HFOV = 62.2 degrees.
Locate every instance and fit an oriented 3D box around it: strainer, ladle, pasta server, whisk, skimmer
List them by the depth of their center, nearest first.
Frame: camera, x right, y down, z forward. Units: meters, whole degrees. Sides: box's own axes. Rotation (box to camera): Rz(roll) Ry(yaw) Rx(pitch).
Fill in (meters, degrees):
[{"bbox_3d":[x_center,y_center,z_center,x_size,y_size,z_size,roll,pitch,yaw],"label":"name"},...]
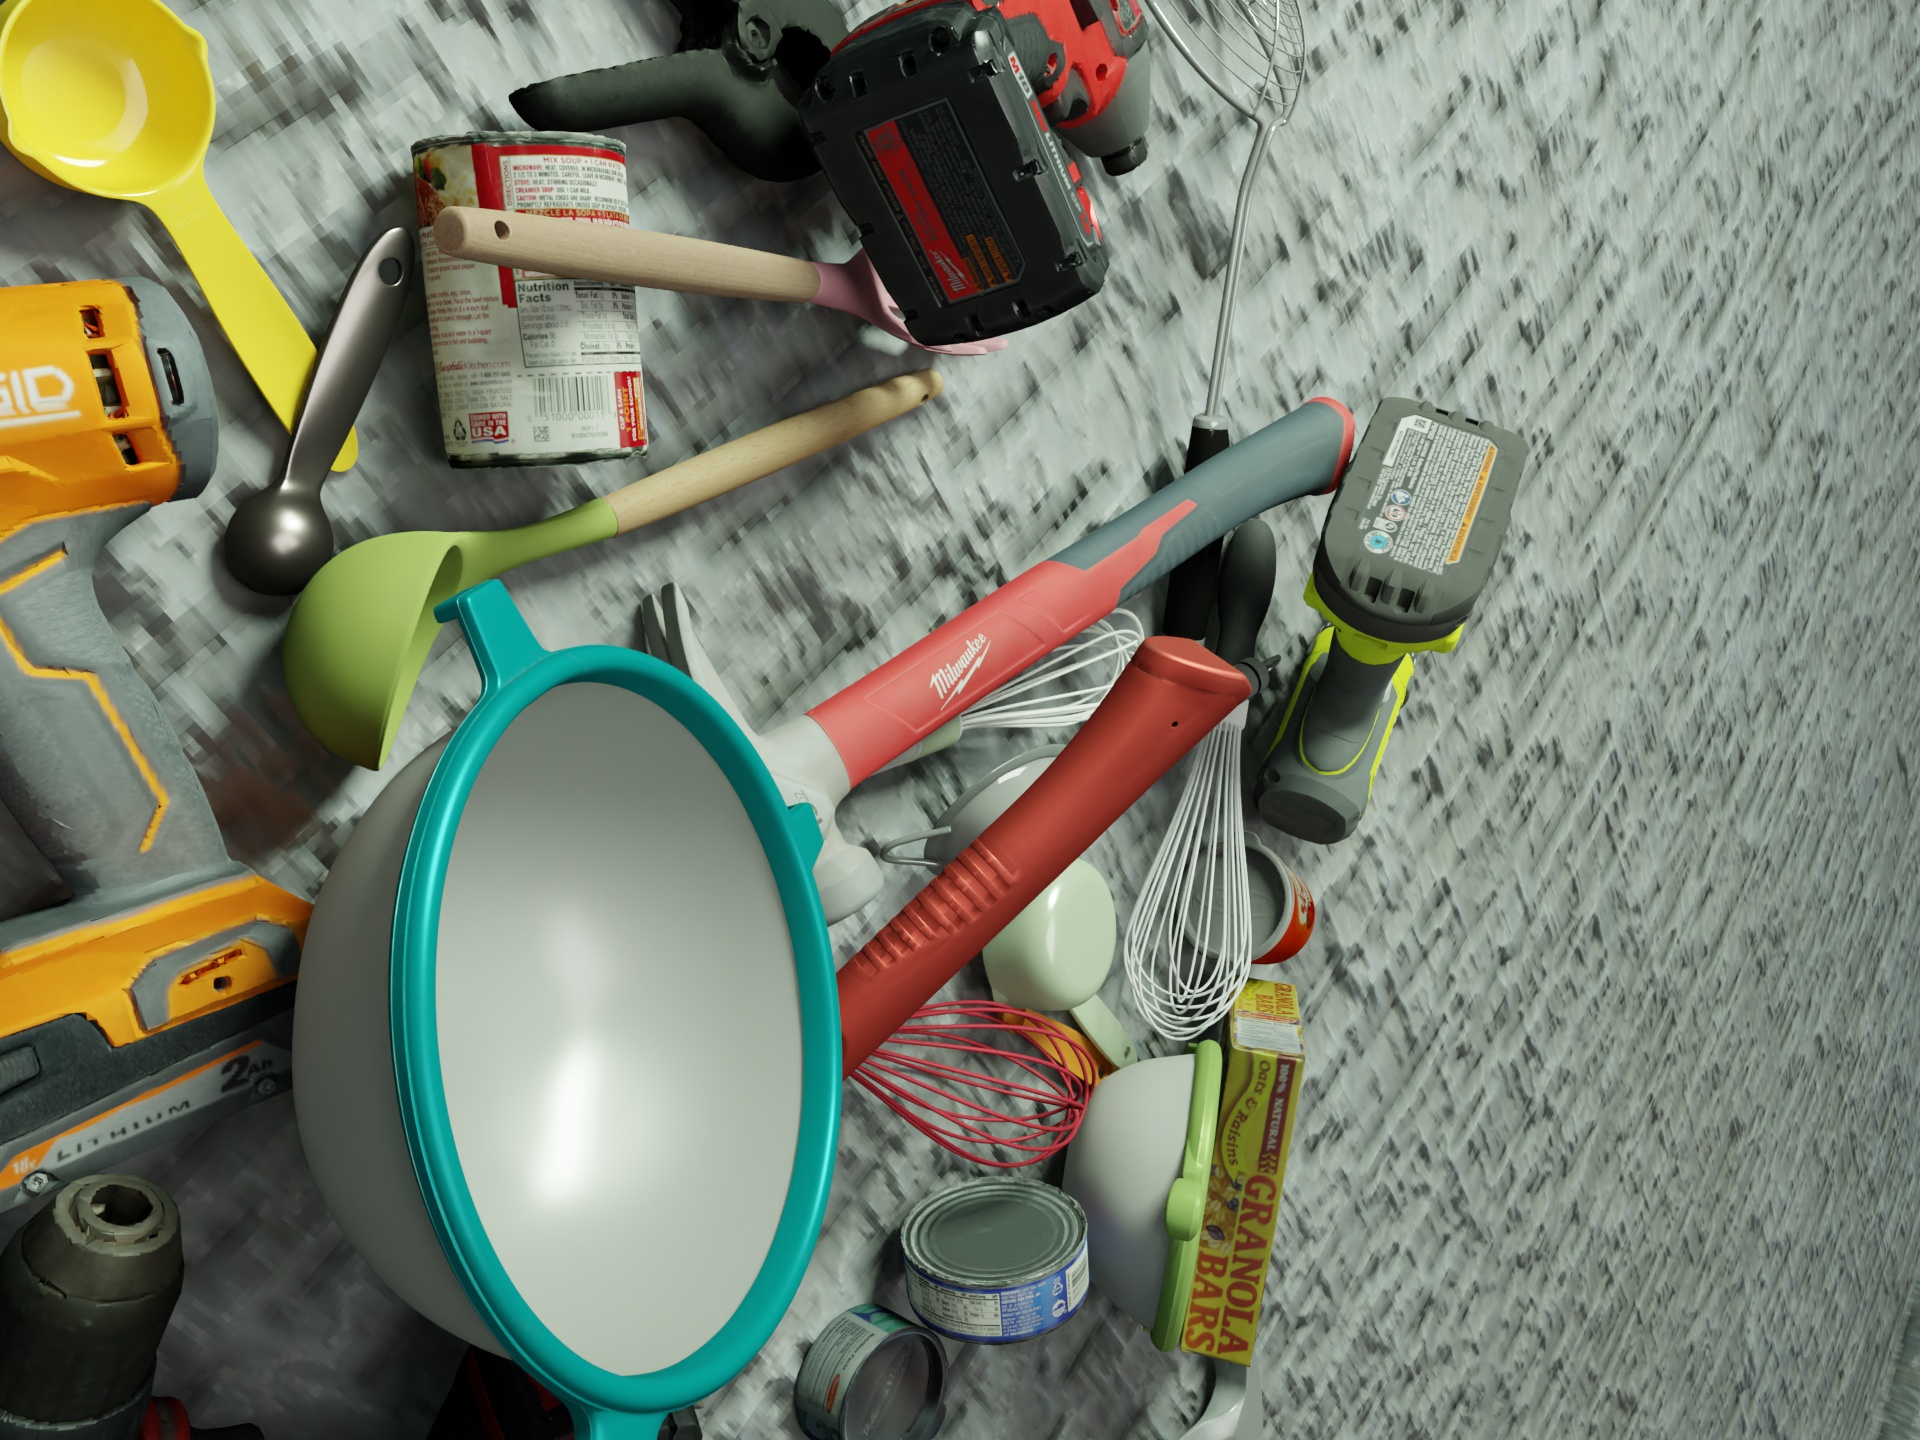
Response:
[{"bbox_3d":[-0.122,0.147,0.438,0.210,0.095,0.341,44,41,-56],"label":"strainer"},{"bbox_3d":[-0.063,-0.160,0.563,0.316,0.040,0.060,-22,101,-62],"label":"pasta server"},{"bbox_3d":[-0.102,-0.074,0.584,0.062,0.078,0.320,46,46,12],"label":"ladle"},{"bbox_3d":[-0.046,0.136,0.673,0.295,0.073,0.073,25,78,-39],"label":"whisk"},{"bbox_3d":[-0.001,-0.002,0.706,0.246,0.059,0.057,-21,138,-38],"label":"whisk"},{"bbox_3d":[0.080,0.218,0.744,0.256,0.069,0.151,62,38,-74],"label":"strainer"},{"bbox_3d":[0.074,0.021,0.758,0.258,0.050,0.086,-29,153,-34],"label":"strainer"},{"bbox_3d":[0.108,-0.215,0.797,0.127,0.090,0.363,-20,120,-53],"label":"skimmer"},{"bbox_3d":[0.134,0.026,0.839,0.070,0.070,0.285,24,72,-45],"label":"whisk"}]

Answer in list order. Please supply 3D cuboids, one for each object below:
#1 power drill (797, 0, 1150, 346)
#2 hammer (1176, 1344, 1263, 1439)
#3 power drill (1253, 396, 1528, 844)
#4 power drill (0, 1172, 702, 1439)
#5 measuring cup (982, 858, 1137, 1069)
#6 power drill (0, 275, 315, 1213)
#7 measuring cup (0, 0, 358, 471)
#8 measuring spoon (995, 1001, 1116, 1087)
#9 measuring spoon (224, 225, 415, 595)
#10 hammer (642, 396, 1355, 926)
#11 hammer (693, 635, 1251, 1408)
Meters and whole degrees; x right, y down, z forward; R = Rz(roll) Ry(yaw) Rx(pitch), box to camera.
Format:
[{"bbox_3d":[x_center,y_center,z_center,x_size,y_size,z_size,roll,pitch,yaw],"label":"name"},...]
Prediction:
[{"bbox_3d":[0.025,-0.252,0.641,0.143,0.078,0.220,59,35,-33],"label":"power drill"},{"bbox_3d":[0.031,0.432,0.808,0.405,0.035,0.144,-12,105,-44],"label":"hammer"},{"bbox_3d":[0.226,-0.062,0.850,0.228,0.080,0.191,89,25,-60],"label":"power drill"},{"bbox_3d":[-0.194,0.214,0.474,0.226,0.080,0.188,14,110,-42],"label":"power drill"},{"bbox_3d":[0.066,0.131,0.790,0.167,0.038,0.083,54,48,-37],"label":"measuring cup"},{"bbox_3d":[-0.263,0.006,0.414,0.164,0.084,0.226,-21,106,-42],"label":"power drill"},{"bbox_3d":[-0.228,-0.140,0.473,0.062,0.029,0.156,-48,138,-28],"label":"measuring cup"},{"bbox_3d":[0.049,0.165,0.808,0.116,0.011,0.021,41,57,-45],"label":"measuring spoon"},{"bbox_3d":[-0.194,-0.096,0.498,0.034,0.018,0.124,22,89,-56],"label":"measuring spoon"},{"bbox_3d":[0.044,-0.072,0.699,0.386,0.038,0.143,-35,101,-32],"label":"hammer"},{"bbox_3d":[-0.026,0.107,0.601,0.359,0.037,0.149,-43,127,-3],"label":"hammer"}]
